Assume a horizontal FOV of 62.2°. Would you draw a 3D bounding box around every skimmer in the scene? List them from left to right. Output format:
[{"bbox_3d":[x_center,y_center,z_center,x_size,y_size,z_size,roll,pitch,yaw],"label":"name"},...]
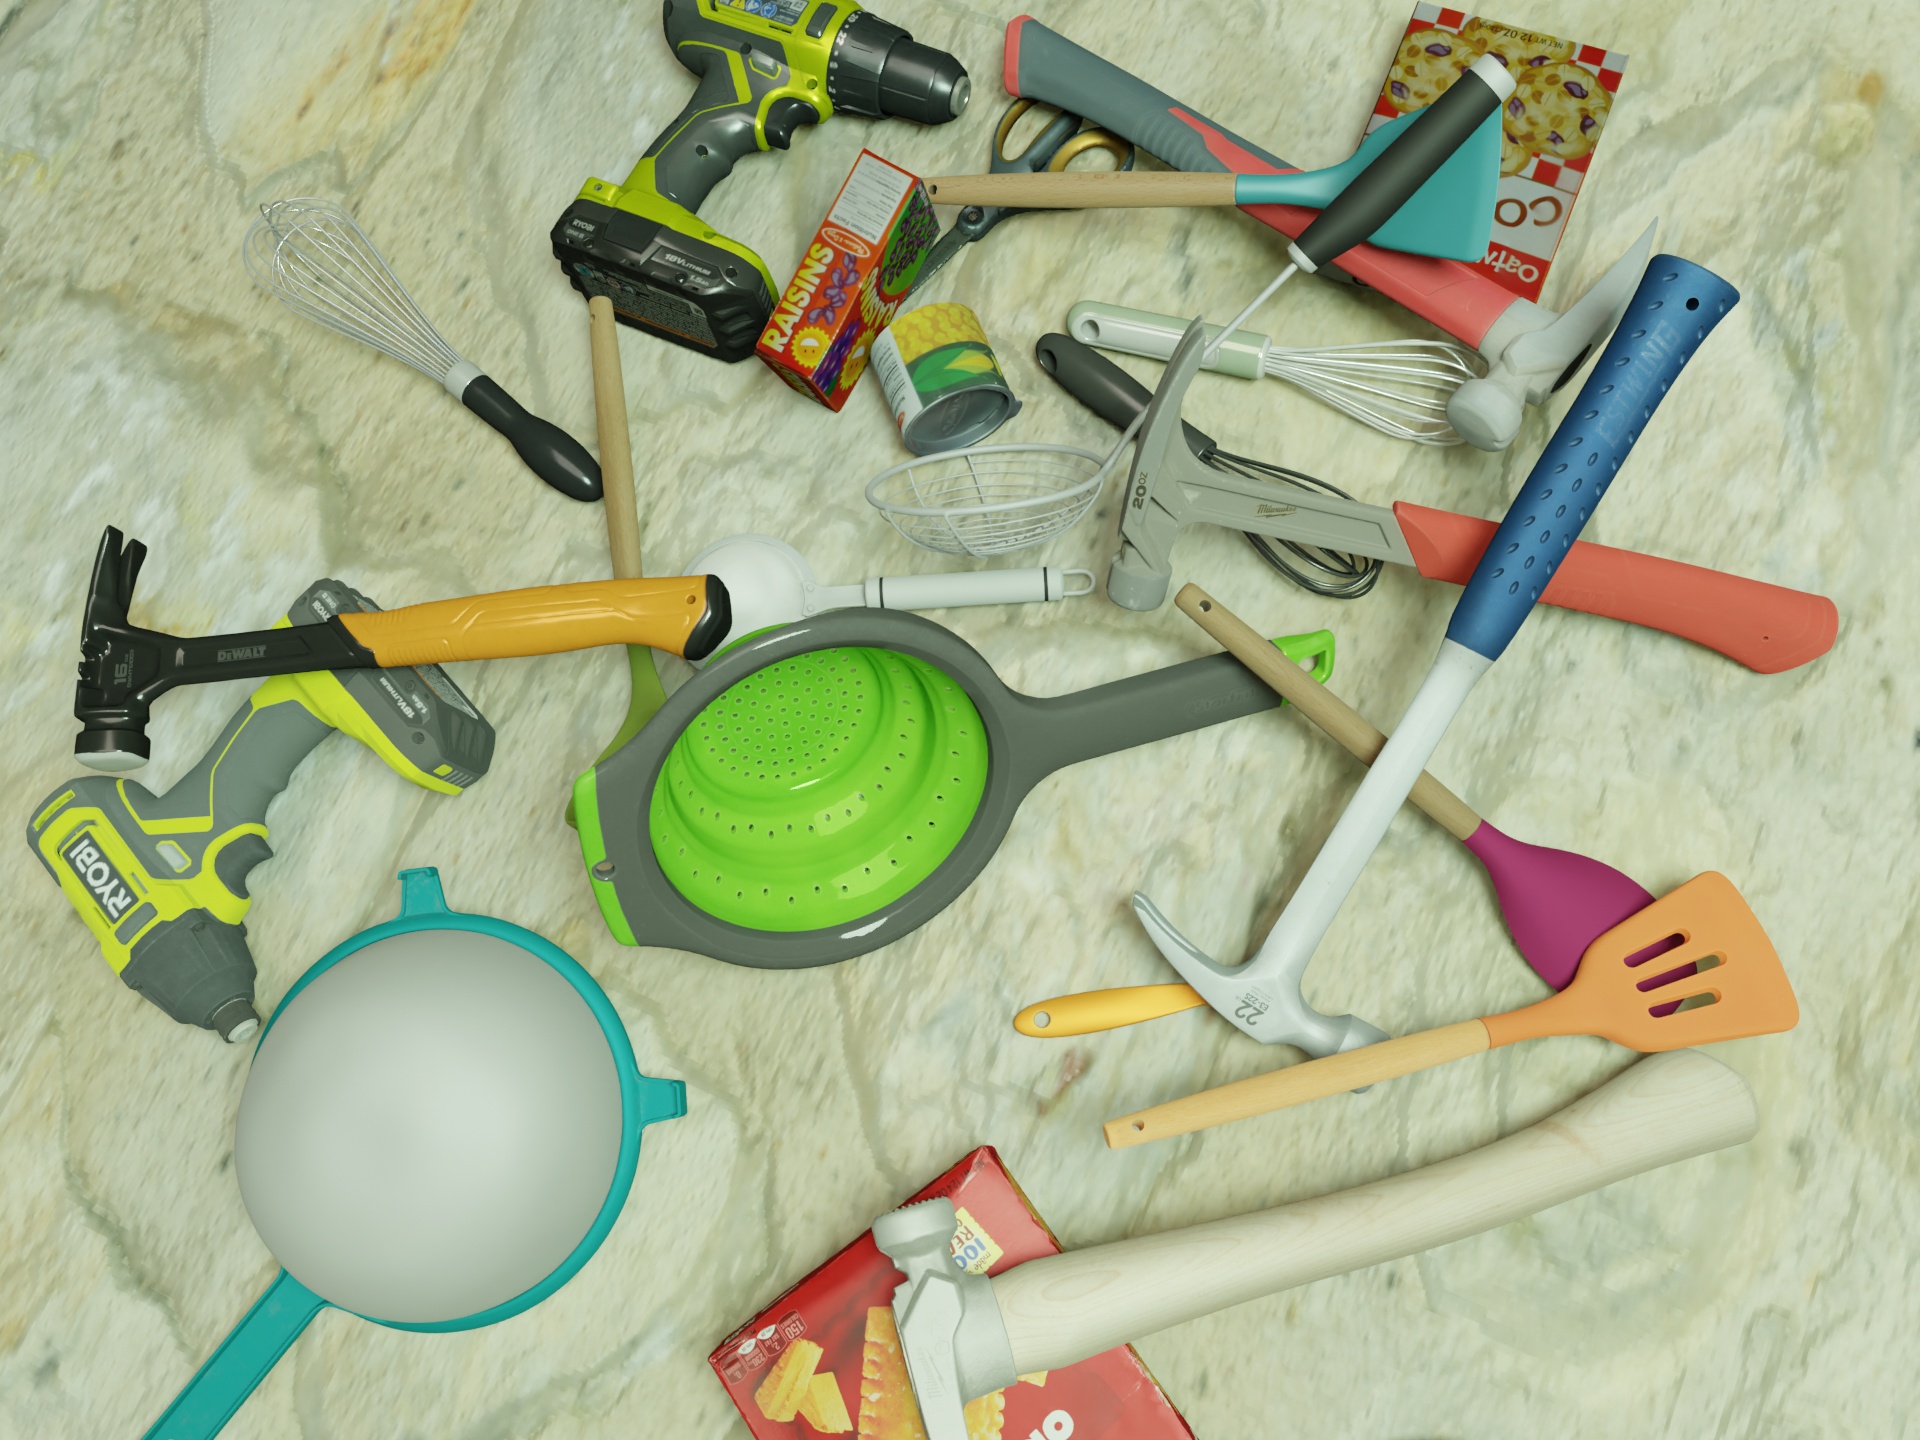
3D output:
[{"bbox_3d":[0.105,-0.208,0.796,0.090,0.127,0.363,43,112,-12],"label":"skimmer"}]

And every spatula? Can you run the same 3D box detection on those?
[{"bbox_3d":[0.118,-0.282,0.836,0.317,0.044,0.082,6,103,20],"label":"spatula"},{"bbox_3d":[0.221,0.148,0.733,0.322,0.041,0.081,-13,64,-9],"label":"spatula"}]

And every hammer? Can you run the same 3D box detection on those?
[{"bbox_3d":[-0.284,-0.050,0.810,0.337,0.034,0.127,-5,74,5],"label":"hammer"},{"bbox_3d":[0.180,-0.302,0.872,0.387,0.038,0.143,40,83,23],"label":"hammer"},{"bbox_3d":[0.175,0.238,0.713,0.410,0.038,0.146,-14,71,-10],"label":"hammer"},{"bbox_3d":[0.228,-0.027,0.746,0.144,0.035,0.405,29,100,3],"label":"hammer"},{"bbox_3d":[0.260,-0.090,0.785,0.359,0.149,0.037,11,34,-4],"label":"hammer"}]

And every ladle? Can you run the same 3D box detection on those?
[{"bbox_3d":[-0.194,-0.091,0.873,0.078,0.062,0.320,-22,71,43],"label":"ladle"}]

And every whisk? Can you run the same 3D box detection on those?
[{"bbox_3d":[-0.314,-0.219,0.939,0.285,0.070,0.070,39,82,10],"label":"whisk"},{"bbox_3d":[0.132,-0.145,0.868,0.239,0.055,0.055,40,82,19],"label":"whisk"},{"bbox_3d":[0.175,-0.198,0.878,0.246,0.057,0.059,16,41,15],"label":"whisk"}]

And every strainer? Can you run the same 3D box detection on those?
[{"bbox_3d":[-0.310,0.249,0.772,0.211,0.095,0.340,39,86,8],"label":"strainer"},{"bbox_3d":[-0.055,-0.071,0.873,0.258,0.050,0.087,-3,73,3],"label":"strainer"}]

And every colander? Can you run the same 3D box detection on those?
[{"bbox_3d":[-0.001,-0.003,0.817,0.397,0.204,0.095,-15,37,-14],"label":"colander"}]

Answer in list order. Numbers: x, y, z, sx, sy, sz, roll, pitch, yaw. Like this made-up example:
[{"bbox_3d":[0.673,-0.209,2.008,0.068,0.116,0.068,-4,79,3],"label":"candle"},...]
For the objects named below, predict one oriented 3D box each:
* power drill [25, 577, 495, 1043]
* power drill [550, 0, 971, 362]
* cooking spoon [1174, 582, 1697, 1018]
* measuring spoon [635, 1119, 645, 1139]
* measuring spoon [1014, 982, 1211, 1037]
[{"bbox_3d":[-0.371,0.048,0.860,0.223,0.080,0.171,-44,74,-3],"label":"power drill"},{"bbox_3d":[-0.118,-0.332,0.936,0.190,0.080,0.228,23,75,13],"label":"power drill"},{"bbox_3d":[0.231,0.037,0.782,0.319,0.017,0.069,39,82,1],"label":"cooking spoon"},{"bbox_3d":[-0.223,0.200,0.824,0.124,0.018,0.034,9,75,11],"label":"measuring spoon"},{"bbox_3d":[0.084,0.144,0.807,0.117,0.011,0.021,-10,73,4],"label":"measuring spoon"}]
